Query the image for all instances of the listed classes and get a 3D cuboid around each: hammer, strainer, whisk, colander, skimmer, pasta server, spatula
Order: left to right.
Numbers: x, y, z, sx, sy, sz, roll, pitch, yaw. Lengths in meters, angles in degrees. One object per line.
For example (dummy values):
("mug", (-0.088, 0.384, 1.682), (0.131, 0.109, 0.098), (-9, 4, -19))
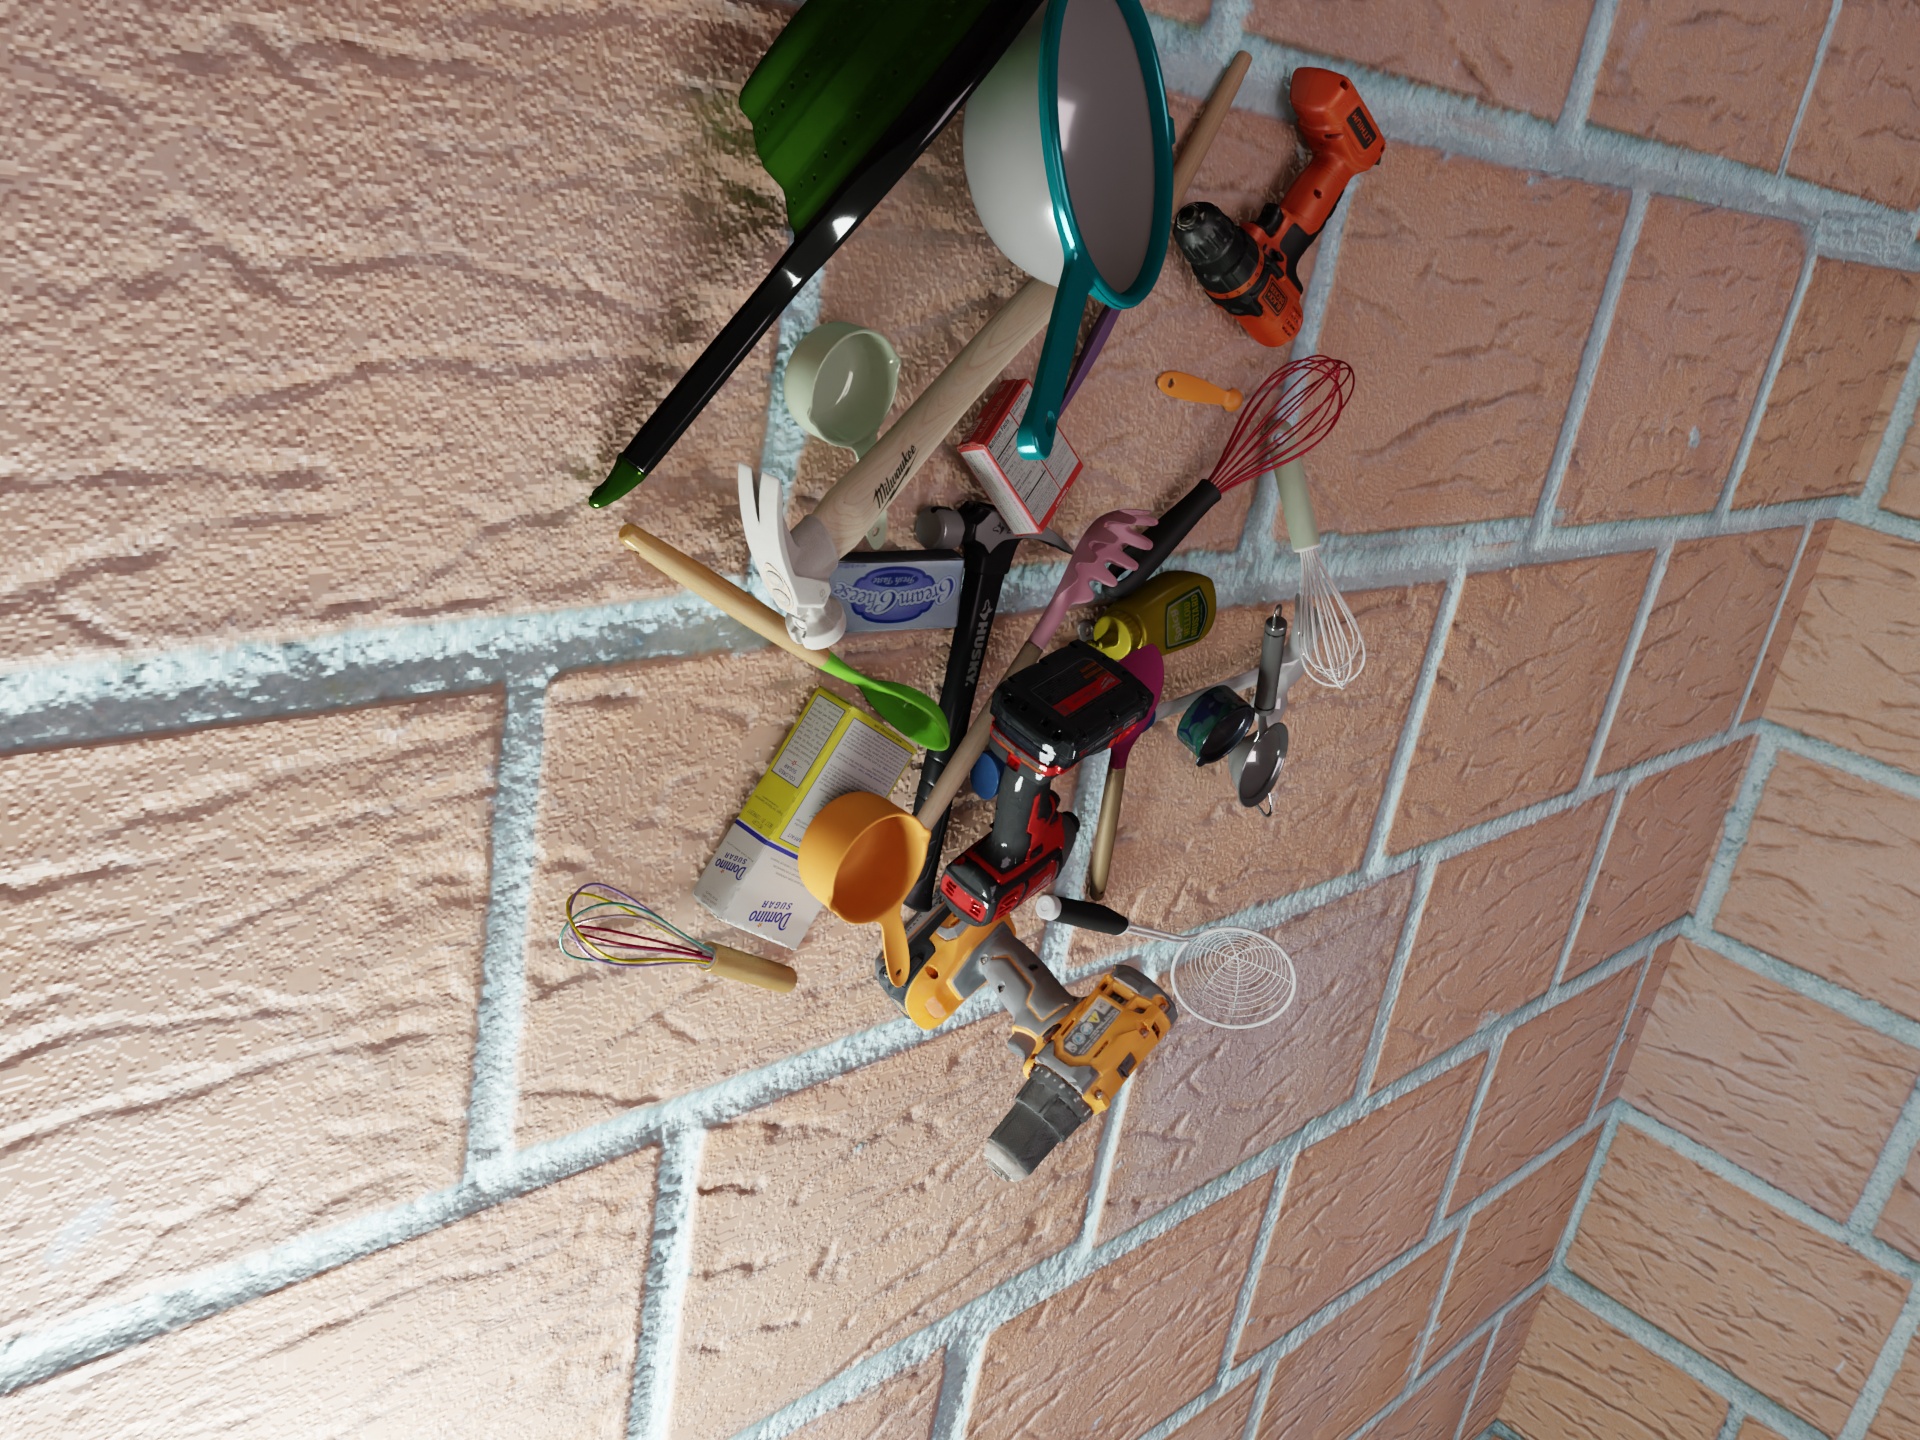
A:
("whisk", (-0.191, 0.165, 1.115), (0.244, 0.047, 0.051), (32, 86, -54))
("colander", (-0.110, -0.294, 0.894), (0.094, 0.205, 0.397), (39, 98, -17))
("hammer", (-0.002, -0.004, 1.227), (0.146, 0.035, 0.334), (-7, 116, -44))
("hammer", (0.003, -0.234, 1.053), (0.411, 0.038, 0.146), (-51, 150, -25))
("pasta server", (0.048, -0.030, 1.208), (0.316, 0.040, 0.060), (-58, 155, -2))
("strainer", (0.046, -0.309, 0.994), (0.210, 0.095, 0.341), (46, 52, -55))
("spatula", (0.140, -0.358, 1.180), (0.316, 0.018, 0.060), (-63, -179, -4))
("hammer", (0.173, -0.011, 1.394), (0.405, 0.035, 0.144), (-18, 141, -37))
("skimmer", (0.198, 0.232, 1.537), (0.127, 0.090, 0.363), (-37, 146, 26))
("whisk", (0.223, -0.206, 1.332), (0.296, 0.073, 0.073), (-44, 138, -10))
("strainer", (0.274, -0.009, 1.446), (0.087, 0.050, 0.258), (-41, 147, -32))
("whisk", (0.309, -0.146, 1.409), (0.059, 0.058, 0.246), (-30, 106, -64))

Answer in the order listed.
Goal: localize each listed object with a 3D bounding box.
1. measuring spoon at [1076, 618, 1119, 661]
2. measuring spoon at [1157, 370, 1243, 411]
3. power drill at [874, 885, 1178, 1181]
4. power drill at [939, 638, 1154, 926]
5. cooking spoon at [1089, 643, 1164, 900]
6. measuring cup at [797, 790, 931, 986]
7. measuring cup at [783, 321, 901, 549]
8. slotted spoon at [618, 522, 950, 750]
("measuring spoon", (0.134, -0.059, 1.353), (0.124, 0.018, 0.034), (28, 90, -53))
("measuring spoon", (0.199, -0.270, 1.308), (0.116, 0.011, 0.021), (1, 111, -48))
("power drill", (0.032, 0.241, 1.253), (0.185, 0.226, 0.084), (-48, 139, -17))
("power drill", (0.065, 0.053, 1.230), (0.143, 0.079, 0.219), (-30, 148, -41))
("cooking spoon", (0.132, 0.054, 1.365), (0.069, 0.017, 0.318), (-27, 143, -26))
("measuring cup", (-0.068, 0.125, 1.149), (0.095, 0.052, 0.173), (-35, 138, -28))
("measuring cup", (-0.075, -0.184, 1.045), (0.083, 0.038, 0.167), (-39, 143, -29))
("slotted spoon", (-0.108, -0.053, 1.069), (0.313, 0.070, 0.031), (33, 76, -44))
